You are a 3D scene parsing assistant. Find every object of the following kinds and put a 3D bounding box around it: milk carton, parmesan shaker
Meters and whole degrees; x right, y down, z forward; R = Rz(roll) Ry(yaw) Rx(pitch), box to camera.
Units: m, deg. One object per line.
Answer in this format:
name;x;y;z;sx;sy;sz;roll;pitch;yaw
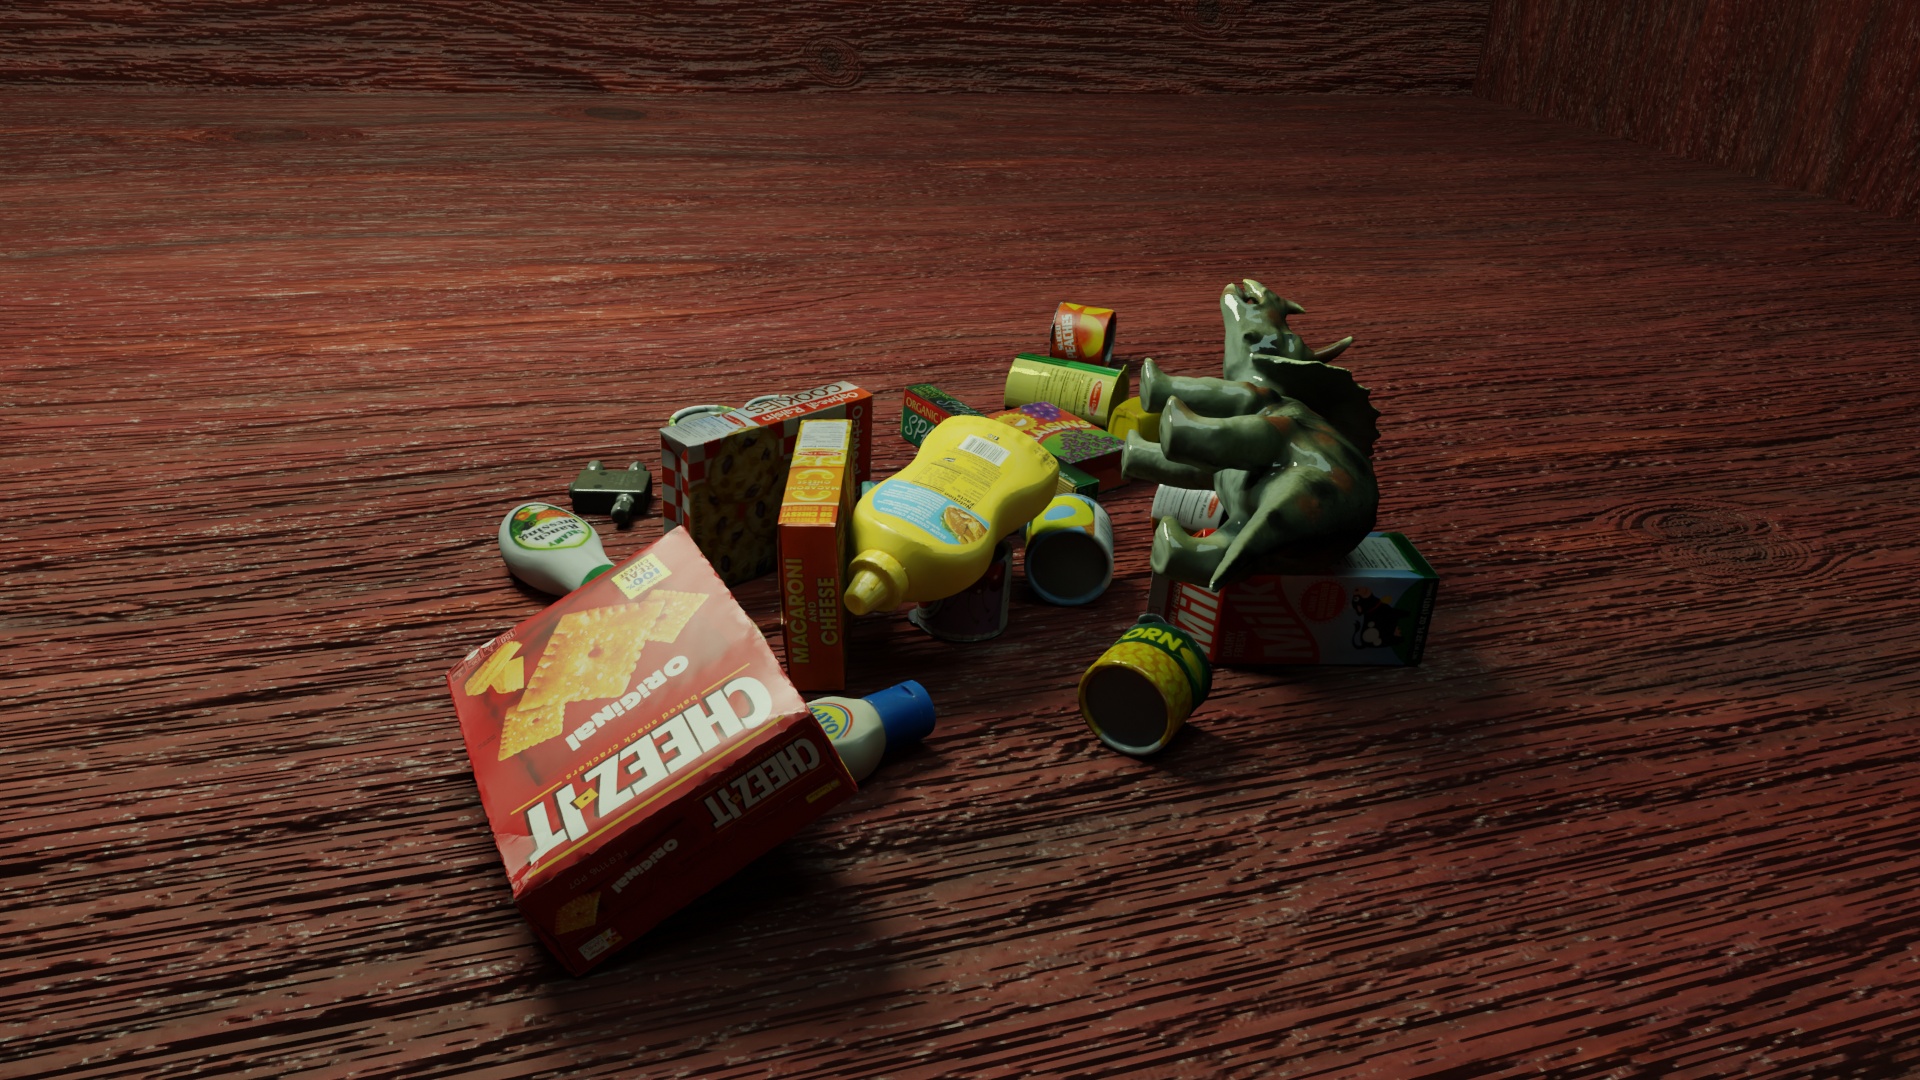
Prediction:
milk carton;0.226;0.039;0.976;0.191;0.072;0.074;2;26;-6
parmesan shaker;0.101;-0.140;1.311;0.103;0.071;0.071;14;28;20

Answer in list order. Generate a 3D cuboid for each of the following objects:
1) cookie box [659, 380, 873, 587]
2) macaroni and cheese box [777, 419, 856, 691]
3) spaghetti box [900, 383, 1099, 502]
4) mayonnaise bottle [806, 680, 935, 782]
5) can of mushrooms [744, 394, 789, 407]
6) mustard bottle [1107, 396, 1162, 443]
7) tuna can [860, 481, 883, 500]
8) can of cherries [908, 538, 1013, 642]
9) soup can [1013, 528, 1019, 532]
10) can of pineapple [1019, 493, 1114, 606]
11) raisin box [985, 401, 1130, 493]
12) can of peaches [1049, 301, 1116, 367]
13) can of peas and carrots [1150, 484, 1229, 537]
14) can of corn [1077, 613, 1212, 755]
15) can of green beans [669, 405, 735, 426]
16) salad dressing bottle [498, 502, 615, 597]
cookie box;-0.141;-0.041;1.028;0.168;0.122;0.040;-21;37;-39
macaroni and cheese box;-0.095;0.006;0.942;0.040;0.123;0.167;-1;27;0
spaghetti box;0.027;-0.073;1.193;0.029;0.050;0.250;-13;31;-33
mayonnaise bottle;-0.084;0.120;0.810;0.148;0.041;0.065;-17;32;-34
can of mushrooms;-0.161;-0.104;1.249;0.071;0.033;0.071;3;26;-1
mustard bottle;0.206;-0.103;1.262;0.161;0.065;0.049;-11;26;-34
tuna can;-0.059;-0.012;1.048;0.033;0.070;0.071;0;27;-5
can of cherries;0.000;0.030;0.978;0.071;0.058;0.072;3;27;-2
soup can;0.015;-0.052;1.126;0.071;0.071;0.084;-16;33;-34
can of pineapple;0.079;0.007;1.026;0.071;0.070;0.058;5;27;2
raisin box;0.080;-0.080;1.226;0.086;0.040;0.123;-17;33;-34
can of peaches;0.129;-0.214;1.464;0.058;0.071;0.071;12;28;14
can of peas and carrots;0.192;-0.023;1.103;0.059;0.070;0.071;19;30;28
can of corn;0.114;0.089;0.864;0.071;0.070;0.058;18;31;27
can of green beans;-0.208;-0.075;1.157;0.071;0.057;0.071;3;27;-1
salad dressing bottle;-0.272;0.019;0.981;0.064;0.043;0.148;-22;37;-38
